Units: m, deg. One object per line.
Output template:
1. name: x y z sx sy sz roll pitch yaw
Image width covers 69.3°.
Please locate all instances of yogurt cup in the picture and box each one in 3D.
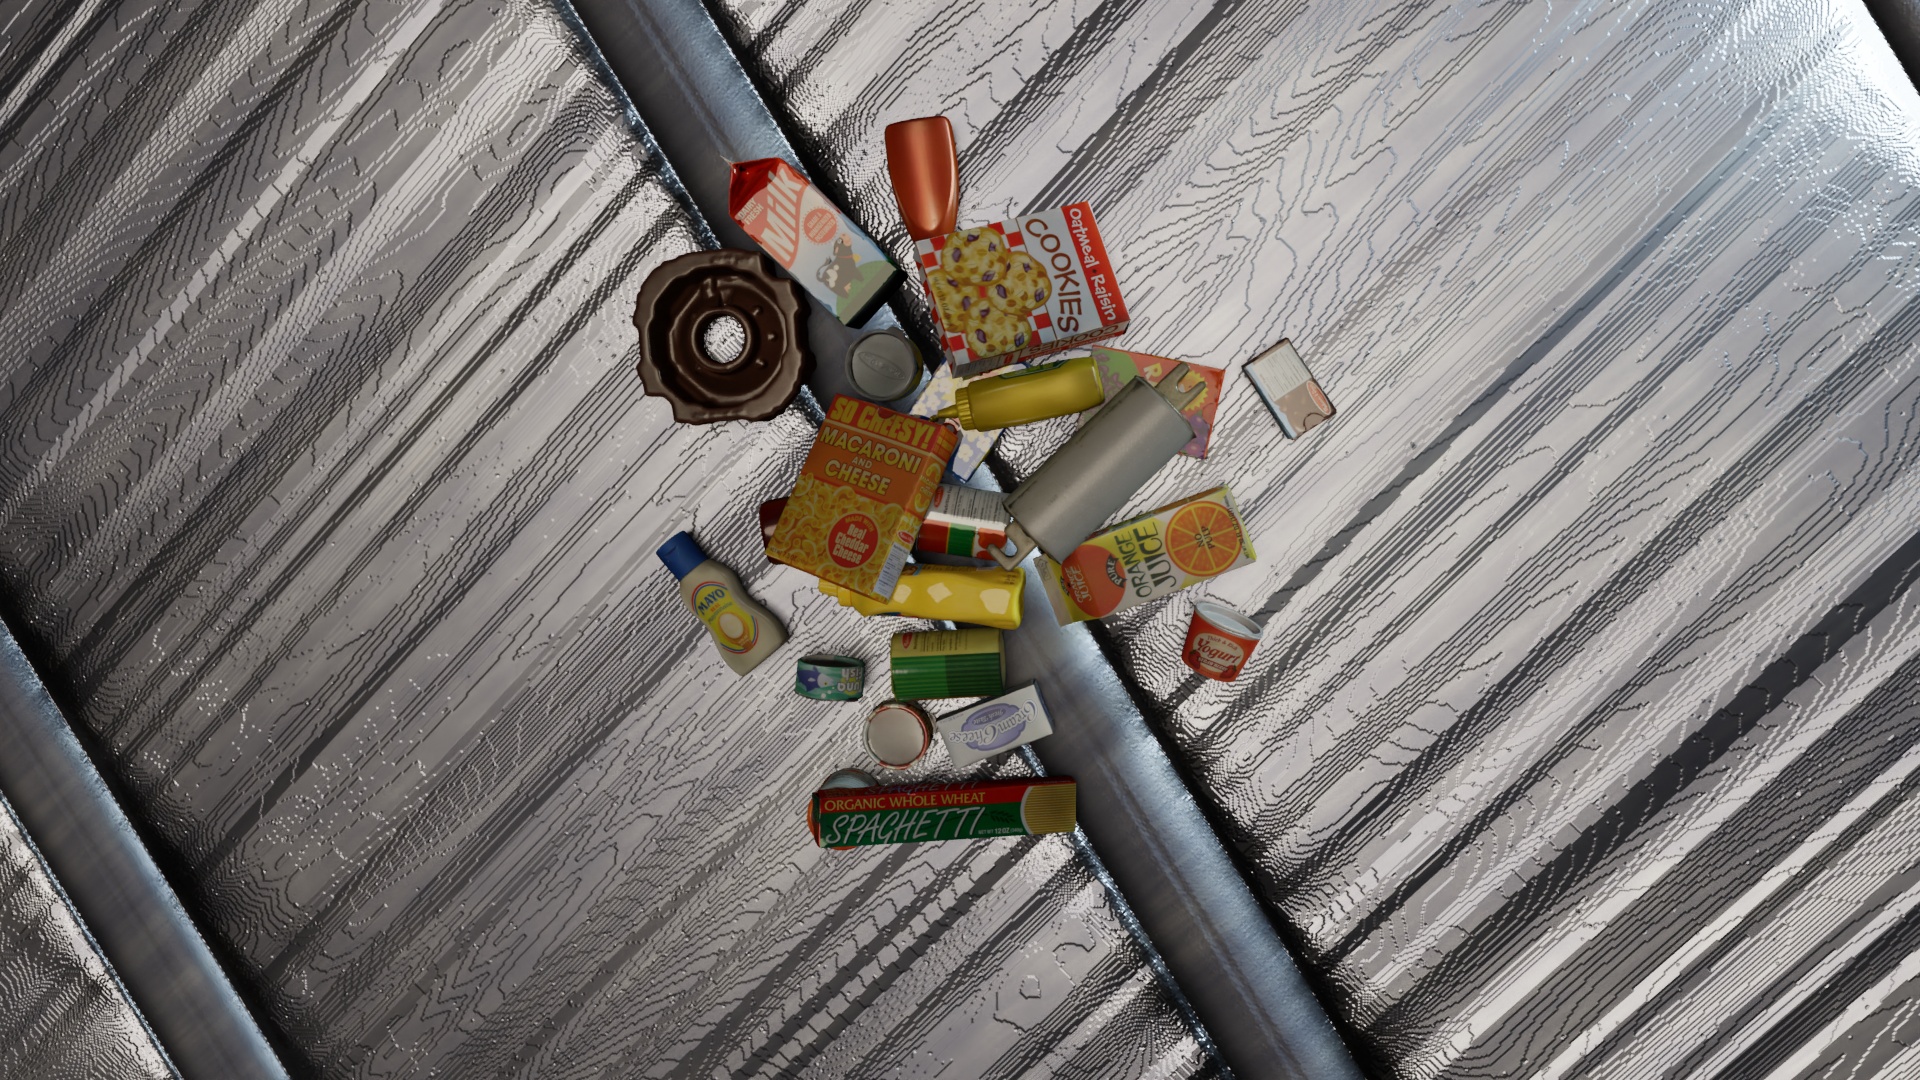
1. yogurt cup: 0.239 0.095 1.286 0.072 0.072 0.053 22 105 4

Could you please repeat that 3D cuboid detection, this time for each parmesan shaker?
1. parmesan shaker: -0.011 0.119 1.311 0.103 0.071 0.071 -3 95 7

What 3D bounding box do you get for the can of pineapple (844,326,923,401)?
1. can of pineapple: -0.069 -0.164 1.300 0.071 0.058 0.071 1 95 6

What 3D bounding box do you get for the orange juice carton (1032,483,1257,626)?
1. orange juice carton: 0.168 0.015 1.281 0.192 0.073 0.071 -21 93 8

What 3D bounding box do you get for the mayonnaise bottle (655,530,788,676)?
1. mayonnaise bottle: -0.235 0.058 1.347 0.064 0.041 0.148 -40 90 10

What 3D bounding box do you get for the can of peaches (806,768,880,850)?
1. can of peaches: -0.111 0.262 1.342 0.071 0.058 0.071 1 95 6

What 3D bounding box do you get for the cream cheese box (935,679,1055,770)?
1. cream cheese box: 0.034 0.177 1.335 0.104 0.024 0.053 -22 94 8

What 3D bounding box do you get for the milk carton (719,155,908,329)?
1. milk carton: -0.145 -0.288 1.291 0.190 0.072 0.073 44 99 1

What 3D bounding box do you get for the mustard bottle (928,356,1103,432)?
1. mustard bottle: 0.047 -0.127 1.250 0.160 0.065 0.048 -12 101 8

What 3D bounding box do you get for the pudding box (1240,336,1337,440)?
1. pudding box: 0.301 -0.139 1.274 0.049 0.030 0.083 -34 91 7

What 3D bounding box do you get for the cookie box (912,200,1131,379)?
1. cookie box: 0.055 -0.227 1.254 0.168 0.040 0.123 -16 79 -10

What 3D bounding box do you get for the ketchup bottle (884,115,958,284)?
1. ketchup bottle: -0.030 -0.314 1.290 0.065 0.043 0.148 -8 94 6

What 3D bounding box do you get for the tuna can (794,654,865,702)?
1. tuna can: -0.123 0.131 1.326 0.071 0.071 0.032 6 96 6

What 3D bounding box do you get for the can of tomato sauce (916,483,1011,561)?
1. can of tomato sauce: 0.005 -0.016 1.300 0.083 0.071 0.071 8 96 3

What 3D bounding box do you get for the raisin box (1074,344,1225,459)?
1. raisin box: 0.174 -0.129 1.285 0.123 0.040 0.086 12 95 5

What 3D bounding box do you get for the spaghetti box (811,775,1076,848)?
1. spaghetti box: -0.013 0.255 1.308 0.250 0.029 0.050 -1 95 -12

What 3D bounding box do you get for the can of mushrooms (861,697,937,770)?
1. can of mushrooms: -0.059 0.186 1.342 0.071 0.033 0.071 1 95 7

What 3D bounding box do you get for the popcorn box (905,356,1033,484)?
1. popcorn box: 0.008 -0.129 1.305 0.085 0.038 0.126 35 98 1

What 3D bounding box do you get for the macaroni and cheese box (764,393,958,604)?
1. macaroni and cheese box: -0.090 -0.040 1.264 0.124 0.040 0.166 19 83 29

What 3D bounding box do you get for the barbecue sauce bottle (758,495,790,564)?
1. barbecue sauce bottle: -0.114 -0.018 1.326 0.148 0.044 0.064 -9 97 7
